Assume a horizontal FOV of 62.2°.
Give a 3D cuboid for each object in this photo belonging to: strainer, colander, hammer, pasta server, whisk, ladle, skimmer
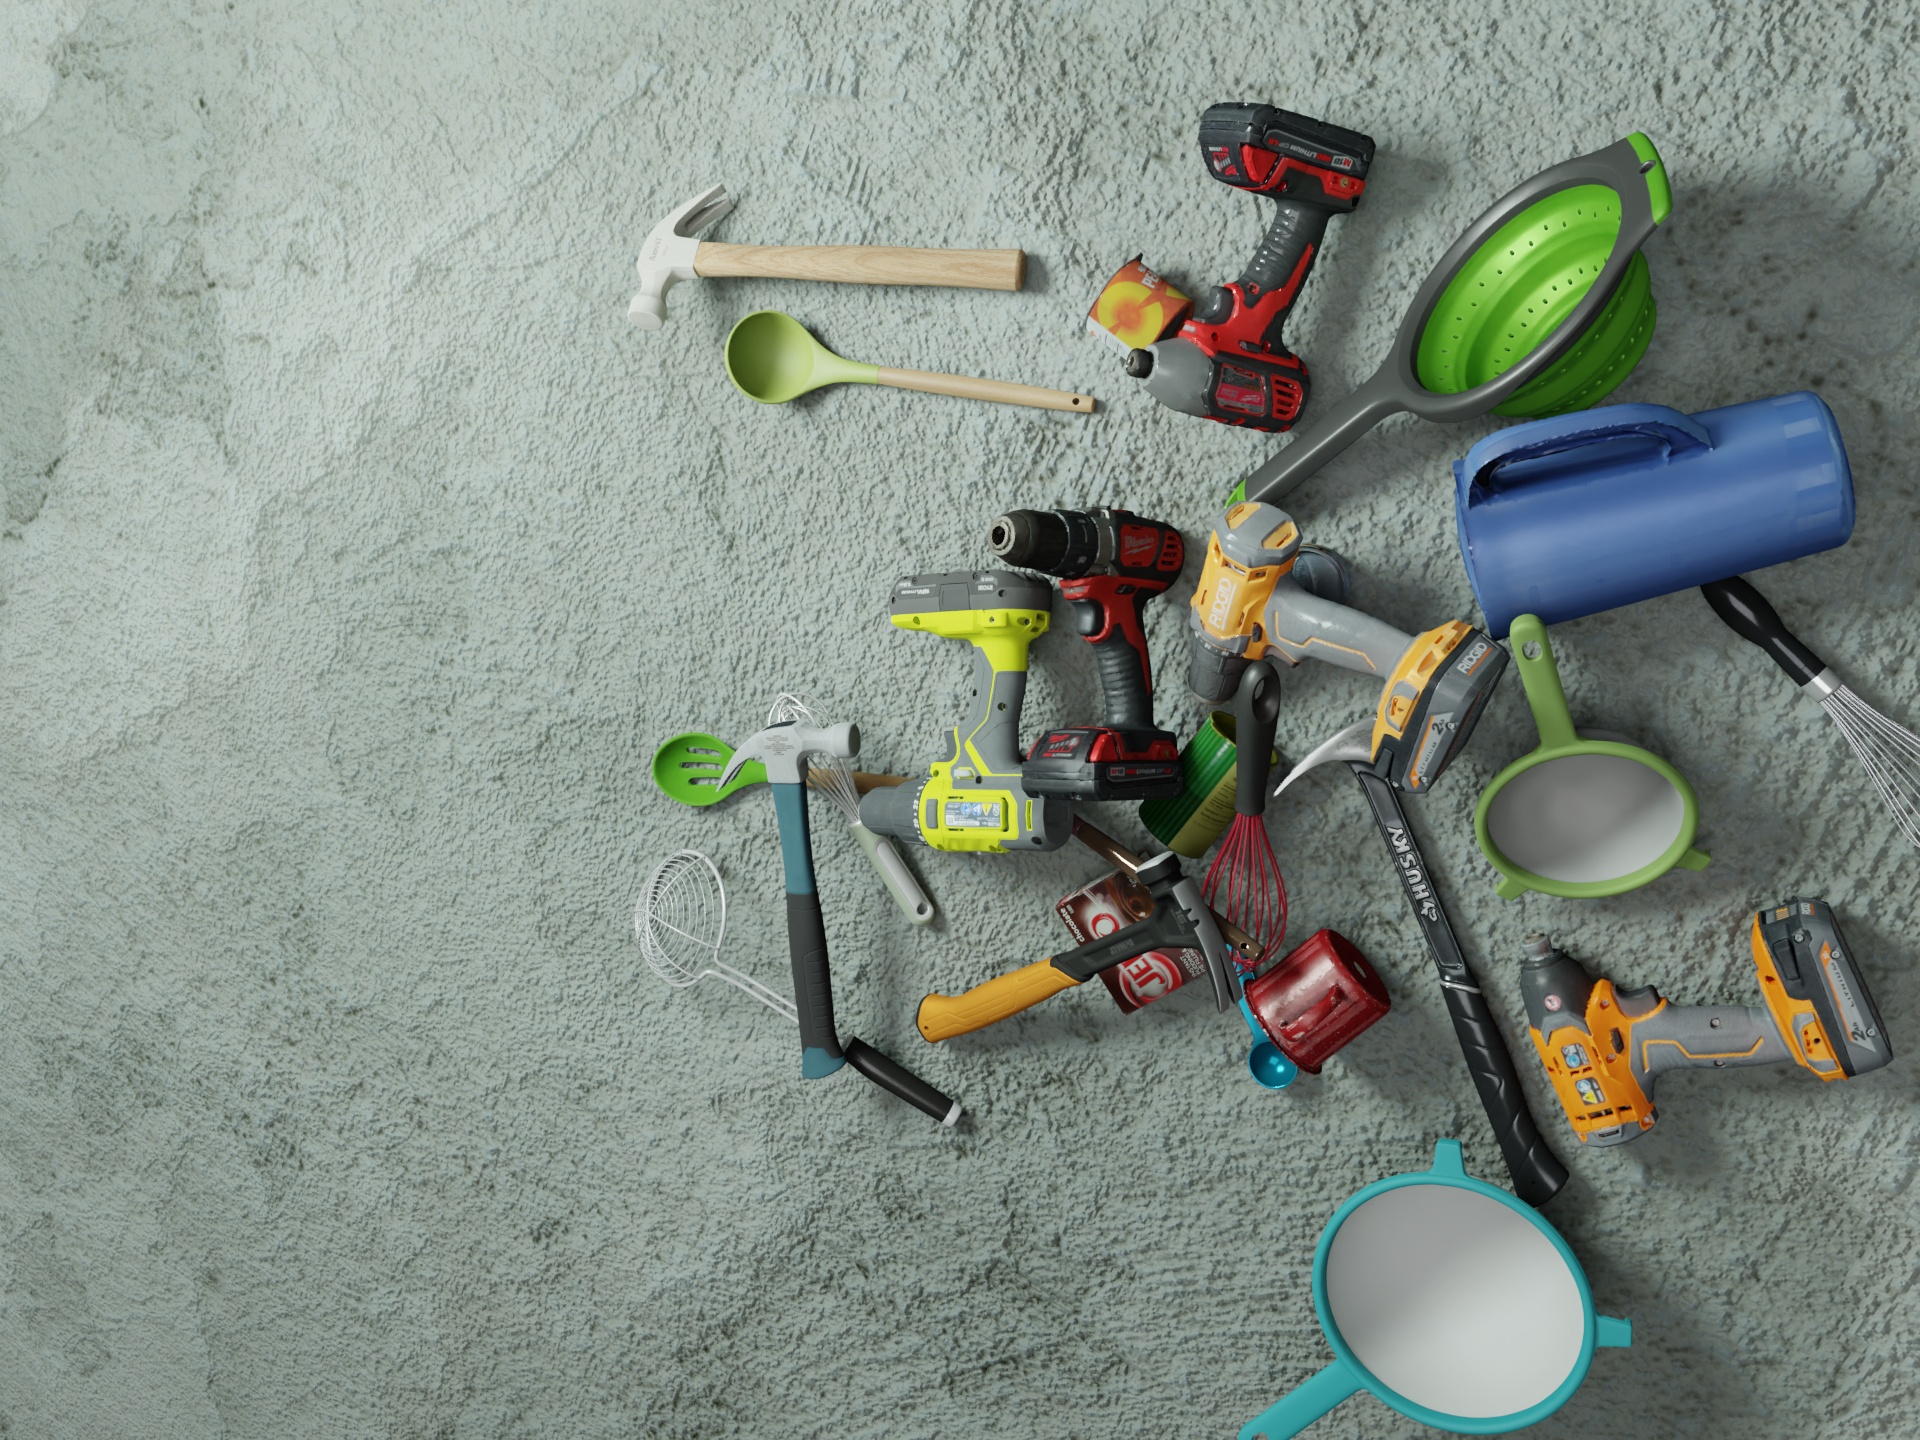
[{"bbox_3d":[0.354,0.484,1.282,0.211,0.095,0.340,47,116,11],"label":"strainer"},{"bbox_3d":[0.353,-0.234,1.141,0.094,0.205,0.397,32,133,-22],"label":"colander"},{"bbox_3d":[-0.109,-0.380,1.315,0.331,0.031,0.130,6,71,14],"label":"hammer"},{"bbox_3d":[0.431,0.016,1.135,0.151,0.069,0.256,-13,123,25],"label":"strainer"},{"bbox_3d":[0.115,0.103,1.291,0.316,0.040,0.060,35,105,32],"label":"pasta server"},{"bbox_3d":[0.223,0.082,1.229,0.073,0.073,0.295,11,125,20],"label":"whisk"},{"bbox_3d":[0.080,0.219,1.318,0.337,0.034,0.127,-30,84,42],"label":"hammer"},{"bbox_3d":[-0.046,-0.284,1.316,0.320,0.062,0.078,12,96,17],"label":"ladle"},{"bbox_3d":[0.379,0.191,1.246,0.149,0.036,0.409,-21,92,25],"label":"hammer"},{"bbox_3d":[-0.149,0.254,1.477,0.363,0.090,0.127,32,110,3],"label":"skimmer"},{"bbox_3d":[-0.135,0.159,1.376,0.128,0.033,0.331,1,107,19],"label":"hammer"},{"bbox_3d":[0.622,-0.002,1.101,0.285,0.070,0.070,49,113,11],"label":"whisk"},{"bbox_3d":[-0.091,0.079,1.389,0.246,0.058,0.059,58,152,-13],"label":"whisk"}]

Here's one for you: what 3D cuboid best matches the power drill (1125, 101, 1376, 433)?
[{"bbox_3d":[0.207,-0.328,1.163,0.143,0.079,0.219,7,108,-22],"label":"power drill"}]

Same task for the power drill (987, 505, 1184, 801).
[{"bbox_3d":[0.095,-0.053,1.214,0.080,0.187,0.227,-1,89,47],"label":"power drill"}]

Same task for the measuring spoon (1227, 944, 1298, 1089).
[{"bbox_3d":[0.248,0.242,1.323,0.042,0.021,0.129,-22,82,27],"label":"measuring spoon"}]

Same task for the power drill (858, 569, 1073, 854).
[{"bbox_3d":[-0.002,-0.004,1.313,0.190,0.080,0.228,-1,89,33],"label":"power drill"}]

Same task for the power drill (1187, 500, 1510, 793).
[{"bbox_3d":[0.269,-0.039,1.180,0.226,0.084,0.185,34,143,21],"label":"power drill"}]

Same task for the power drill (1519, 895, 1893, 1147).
[{"bbox_3d":[0.531,0.208,1.164,0.226,0.084,0.164,-25,90,28],"label":"power drill"}]

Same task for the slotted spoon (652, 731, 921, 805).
[{"bbox_3d":[-0.133,0.053,1.433,0.314,0.031,0.070,5,102,19],"label":"slotted spoon"}]
